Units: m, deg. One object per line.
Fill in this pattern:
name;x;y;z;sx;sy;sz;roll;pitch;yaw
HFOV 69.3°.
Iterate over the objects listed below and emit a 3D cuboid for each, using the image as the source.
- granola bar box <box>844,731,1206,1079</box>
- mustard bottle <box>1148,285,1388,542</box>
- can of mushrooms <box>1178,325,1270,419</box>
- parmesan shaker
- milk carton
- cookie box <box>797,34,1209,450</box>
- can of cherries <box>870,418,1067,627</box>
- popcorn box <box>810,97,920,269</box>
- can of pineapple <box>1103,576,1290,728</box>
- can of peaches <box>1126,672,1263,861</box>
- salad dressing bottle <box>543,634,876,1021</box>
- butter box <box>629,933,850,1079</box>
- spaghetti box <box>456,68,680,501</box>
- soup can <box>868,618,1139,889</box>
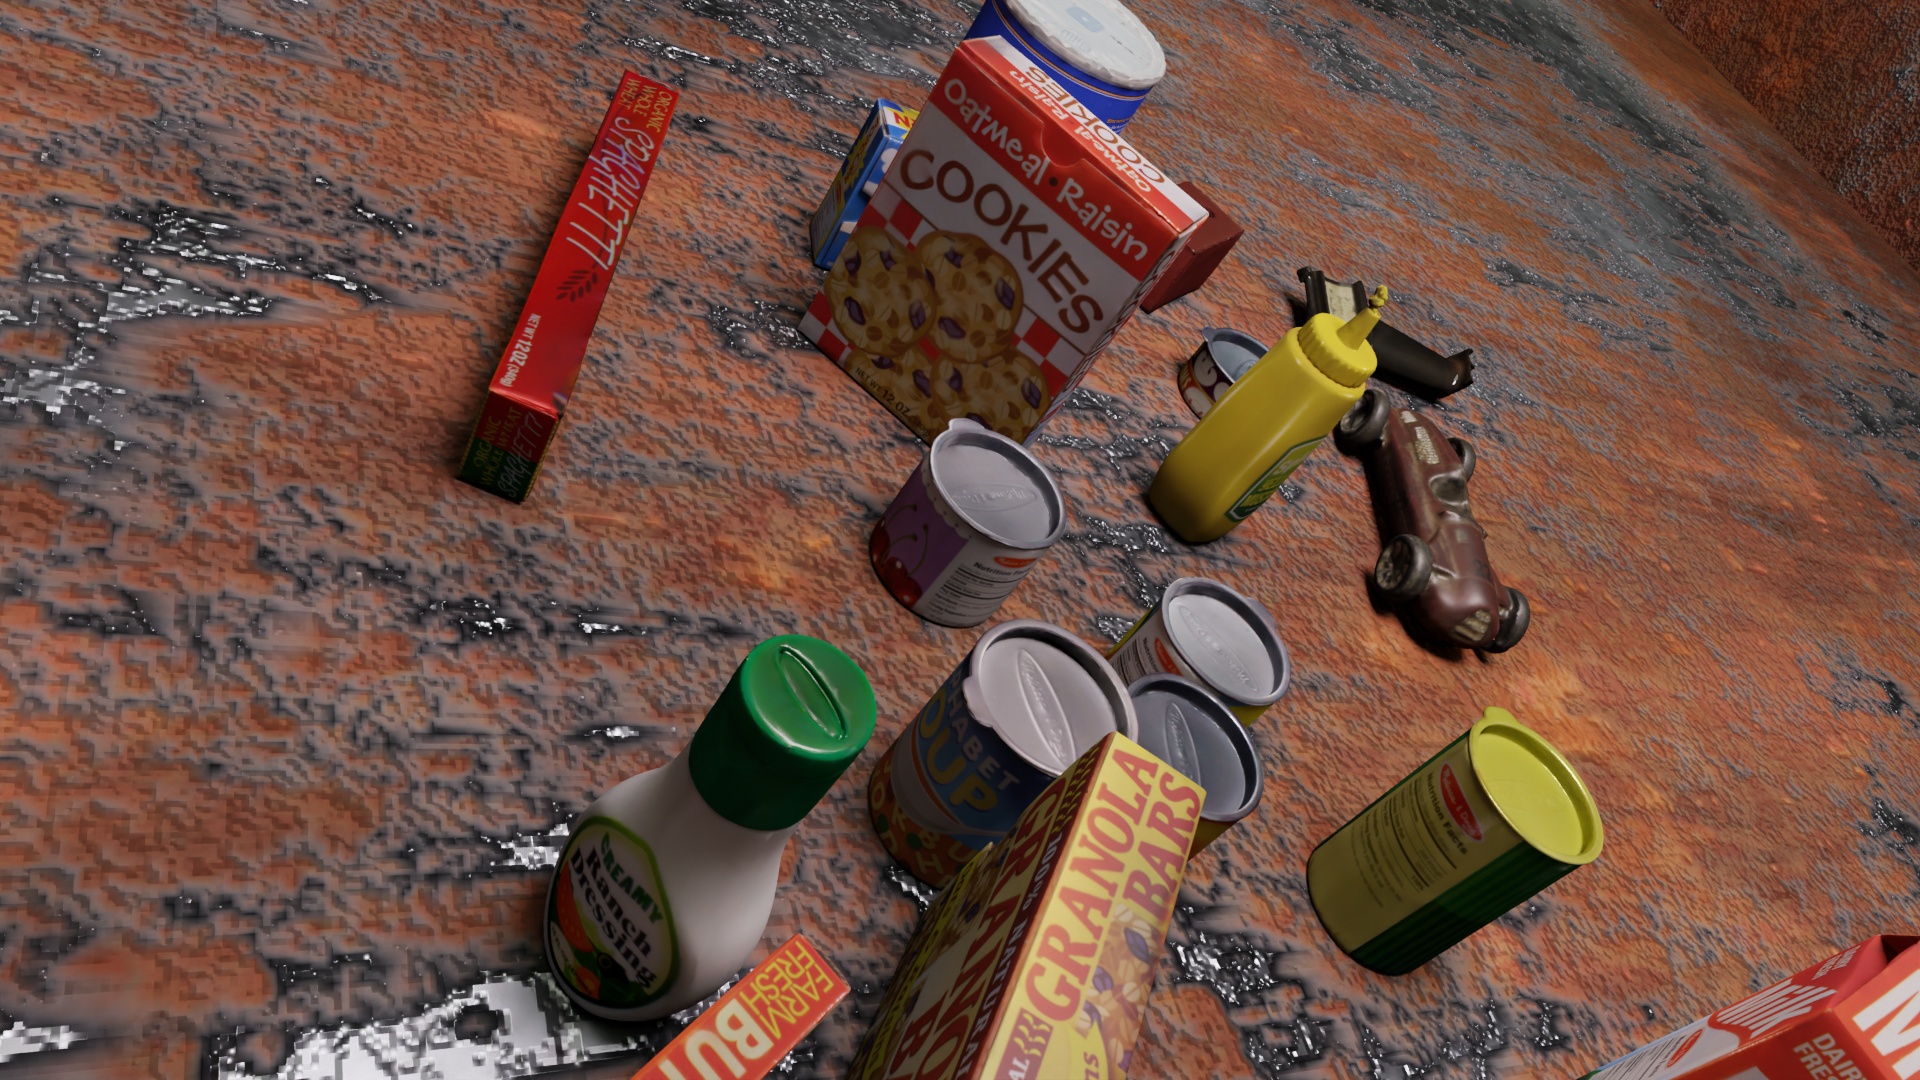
granola bar box;0.004;0.147;0.391;0.039;0.123;0.166;35;39;-3
mustard bottle;0.159;-0.064;0.688;0.065;0.159;0.049;-19;65;-46
can of mushrooms;0.162;-0.093;0.821;0.071;0.033;0.071;21;42;-20
parmesan shaker;0.202;0.126;0.579;0.071;0.102;0.072;21;42;-20
milk carton;0.305;0.209;0.506;0.074;0.189;0.072;-13;60;-44
cookie box;0.013;-0.120;0.628;0.123;0.166;0.040;42;39;5
can of cherries;0.002;-0.007;0.595;0.071;0.058;0.072;21;42;-20
popcorn box;-0.004;-0.168;0.728;0.127;0.084;0.038;13;45;-28
can of pineapple;0.101;0.059;0.605;0.071;0.057;0.071;21;42;-20
can of peaches;0.074;0.094;0.549;0.071;0.057;0.071;21;42;-20
salad dressing bottle;-0.071;0.081;0.381;0.044;0.147;0.064;-17;63;-46
butter box;-0.078;0.154;0.378;0.024;0.053;0.104;46;39;10
spaghetti box;-0.160;-0.120;0.589;0.029;0.050;0.251;22;41;-19
soup can;0.011;0.078;0.497;0.071;0.083;0.072;21;42;-20
